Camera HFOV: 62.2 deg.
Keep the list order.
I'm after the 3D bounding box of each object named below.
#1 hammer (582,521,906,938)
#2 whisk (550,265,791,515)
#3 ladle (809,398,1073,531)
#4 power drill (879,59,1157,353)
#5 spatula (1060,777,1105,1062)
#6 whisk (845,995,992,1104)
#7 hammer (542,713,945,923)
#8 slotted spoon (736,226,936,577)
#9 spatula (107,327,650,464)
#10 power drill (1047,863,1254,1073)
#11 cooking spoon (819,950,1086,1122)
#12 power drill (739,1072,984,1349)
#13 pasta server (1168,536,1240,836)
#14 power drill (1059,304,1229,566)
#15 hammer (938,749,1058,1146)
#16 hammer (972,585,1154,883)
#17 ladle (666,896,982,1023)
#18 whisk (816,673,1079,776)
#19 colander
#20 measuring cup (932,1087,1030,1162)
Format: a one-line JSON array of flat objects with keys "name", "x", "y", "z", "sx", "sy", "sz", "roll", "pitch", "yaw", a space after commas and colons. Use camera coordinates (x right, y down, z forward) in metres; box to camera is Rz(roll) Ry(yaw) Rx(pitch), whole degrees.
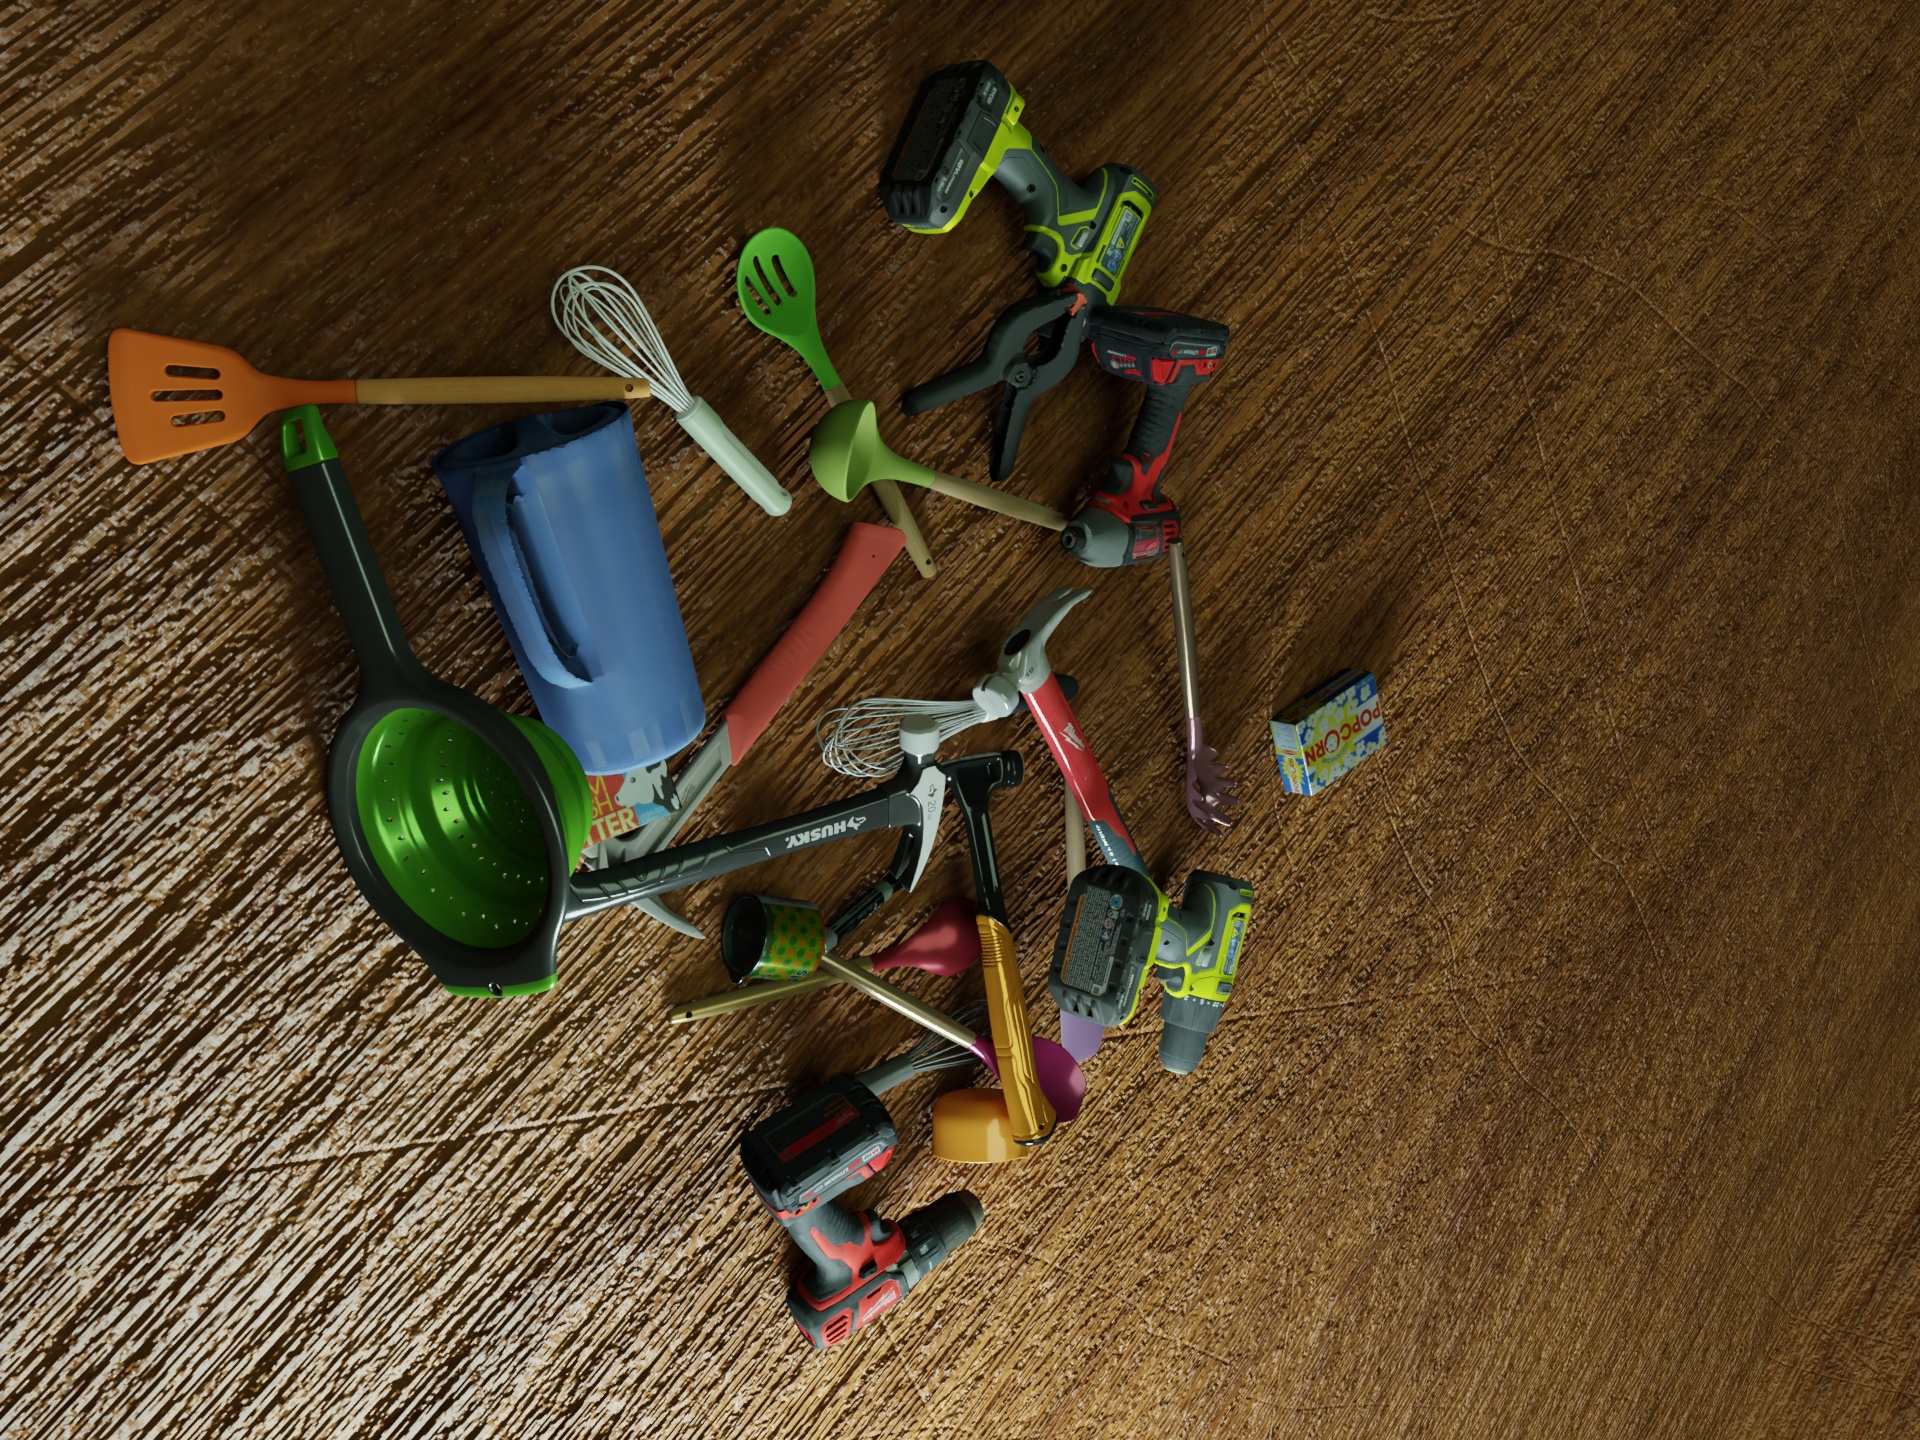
[{"name": "hammer", "x": -0.152, "y": -0.008, "z": 1.243, "sx": 0.149, "sy": 0.037, "sz": 0.359, "roll": 47, "pitch": 72, "yaw": -33}, {"name": "whisk", "x": -0.203, "y": -0.233, "z": 1.157, "sx": 0.059, "sy": 0.058, "sz": 0.246, "roll": -34, "pitch": 129, "yaw": 13}, {"name": "ladle", "x": 0.002, "y": -0.189, "z": 1.291, "sx": 0.320, "sy": 0.062, "sz": 0.078, "roll": 10, "pitch": 95, "yaw": -46}, {"name": "power drill", "x": 0.050, "y": -0.409, "z": 1.291, "sx": 0.223, "sy": 0.080, "sz": 0.171, "roll": 26, "pitch": 88, "yaw": -40}, {"name": "spatula", "x": 0.111, "y": 0.173, "z": 1.486, "sx": 0.059, "sy": 0.018, "sz": 0.315, "roll": -15, "pitch": 109, "yaw": -35}, {"name": "whisk", "x": -0.046, "y": 0.300, "z": 1.378, "sx": 0.239, "sy": 0.055, "sz": 0.055, "roll": -21, "pitch": 111, "yaw": -28}, {"name": "hammer", "x": -0.162, "y": 0.100, "z": 1.202, "sx": 0.334, "sy": 0.035, "sz": 0.146, "roll": -15, "pitch": 124, "yaw": -28}, {"name": "slotted spoon", "x": -0.091, "y": -0.240, "z": 1.250, "sx": 0.070, "sy": 0.031, "sz": 0.313, "roll": -43, "pitch": 123, "yaw": -22}, {"name": "spatula", "x": -0.360, "y": -0.210, "z": 1.015, "sx": 0.322, "sy": 0.041, "sz": 0.081, "roll": -5, "pitch": 102, "yaw": -17}, {"name": "power drill", "x": 0.179, "y": 0.224, "z": 1.447, "sx": 0.228, "sy": 0.080, "sz": 0.190, "roll": 17, "pitch": 86, "yaw": -51}, {"name": "cooking spoon", "x": -0.011, "y": 0.262, "z": 1.358, "sx": 0.318, "sy": 0.017, "sz": 0.069, "roll": 34, "pitch": 65, "yaw": -25}, {"name": "power drill", "x": -0.077, "y": 0.405, "z": 1.335, "sx": 0.188, "sy": 0.080, "sz": 0.226, "roll": -29, "pitch": 126, "yaw": -22}, {"name": "pasta server", "x": 0.222, "y": -0.027, "z": 1.485, "sx": 0.060, "sy": 0.040, "sz": 0.316, "roll": -42, "pitch": 134, "yaw": -40}, {"name": "power drill", "x": 0.149, "y": -0.238, "z": 1.367, "sx": 0.143, "sy": 0.079, "sz": 0.219, "roll": -15, "pitch": 123, "yaw": -48}, {"name": "hammer", "x": 0.027, "y": 0.198, "z": 1.362, "sx": 0.127, "sy": 0.034, "sz": 0.337, "roll": -9, "pitch": 88, "yaw": -37}, {"name": "hammer", "x": 0.130, "y": 0.061, "z": 1.439, "sx": 0.143, "sy": 0.038, "sz": 0.385, "roll": -51, "pitch": 132, "yaw": -28}, {"name": "ladle", "x": -0.100, "y": 0.209, "z": 1.333, "sx": 0.315, "sy": 0.031, "sz": 0.069, "roll": -11, "pitch": 103, "yaw": -33}, {"name": "whisk", "x": -0.001, "y": -0.003, "z": 1.345, "sx": 0.284, "sy": 0.070, "sz": 0.070, "roll": -14, "pitch": 107, "yaw": -39}, {"name": "colander", "x": -0.337, "y": -0.016, "z": 1.043, "sx": 0.094, "sy": 0.204, "sz": 0.397, "roll": -35, "pitch": 113, "yaw": -56}, {"name": "measuring cup", "x": 0.041, "y": 0.356, "z": 1.444, "sx": 0.173, "sy": 0.095, "sz": 0.052, "roll": -2, "pitch": 90, "yaw": -56}]
